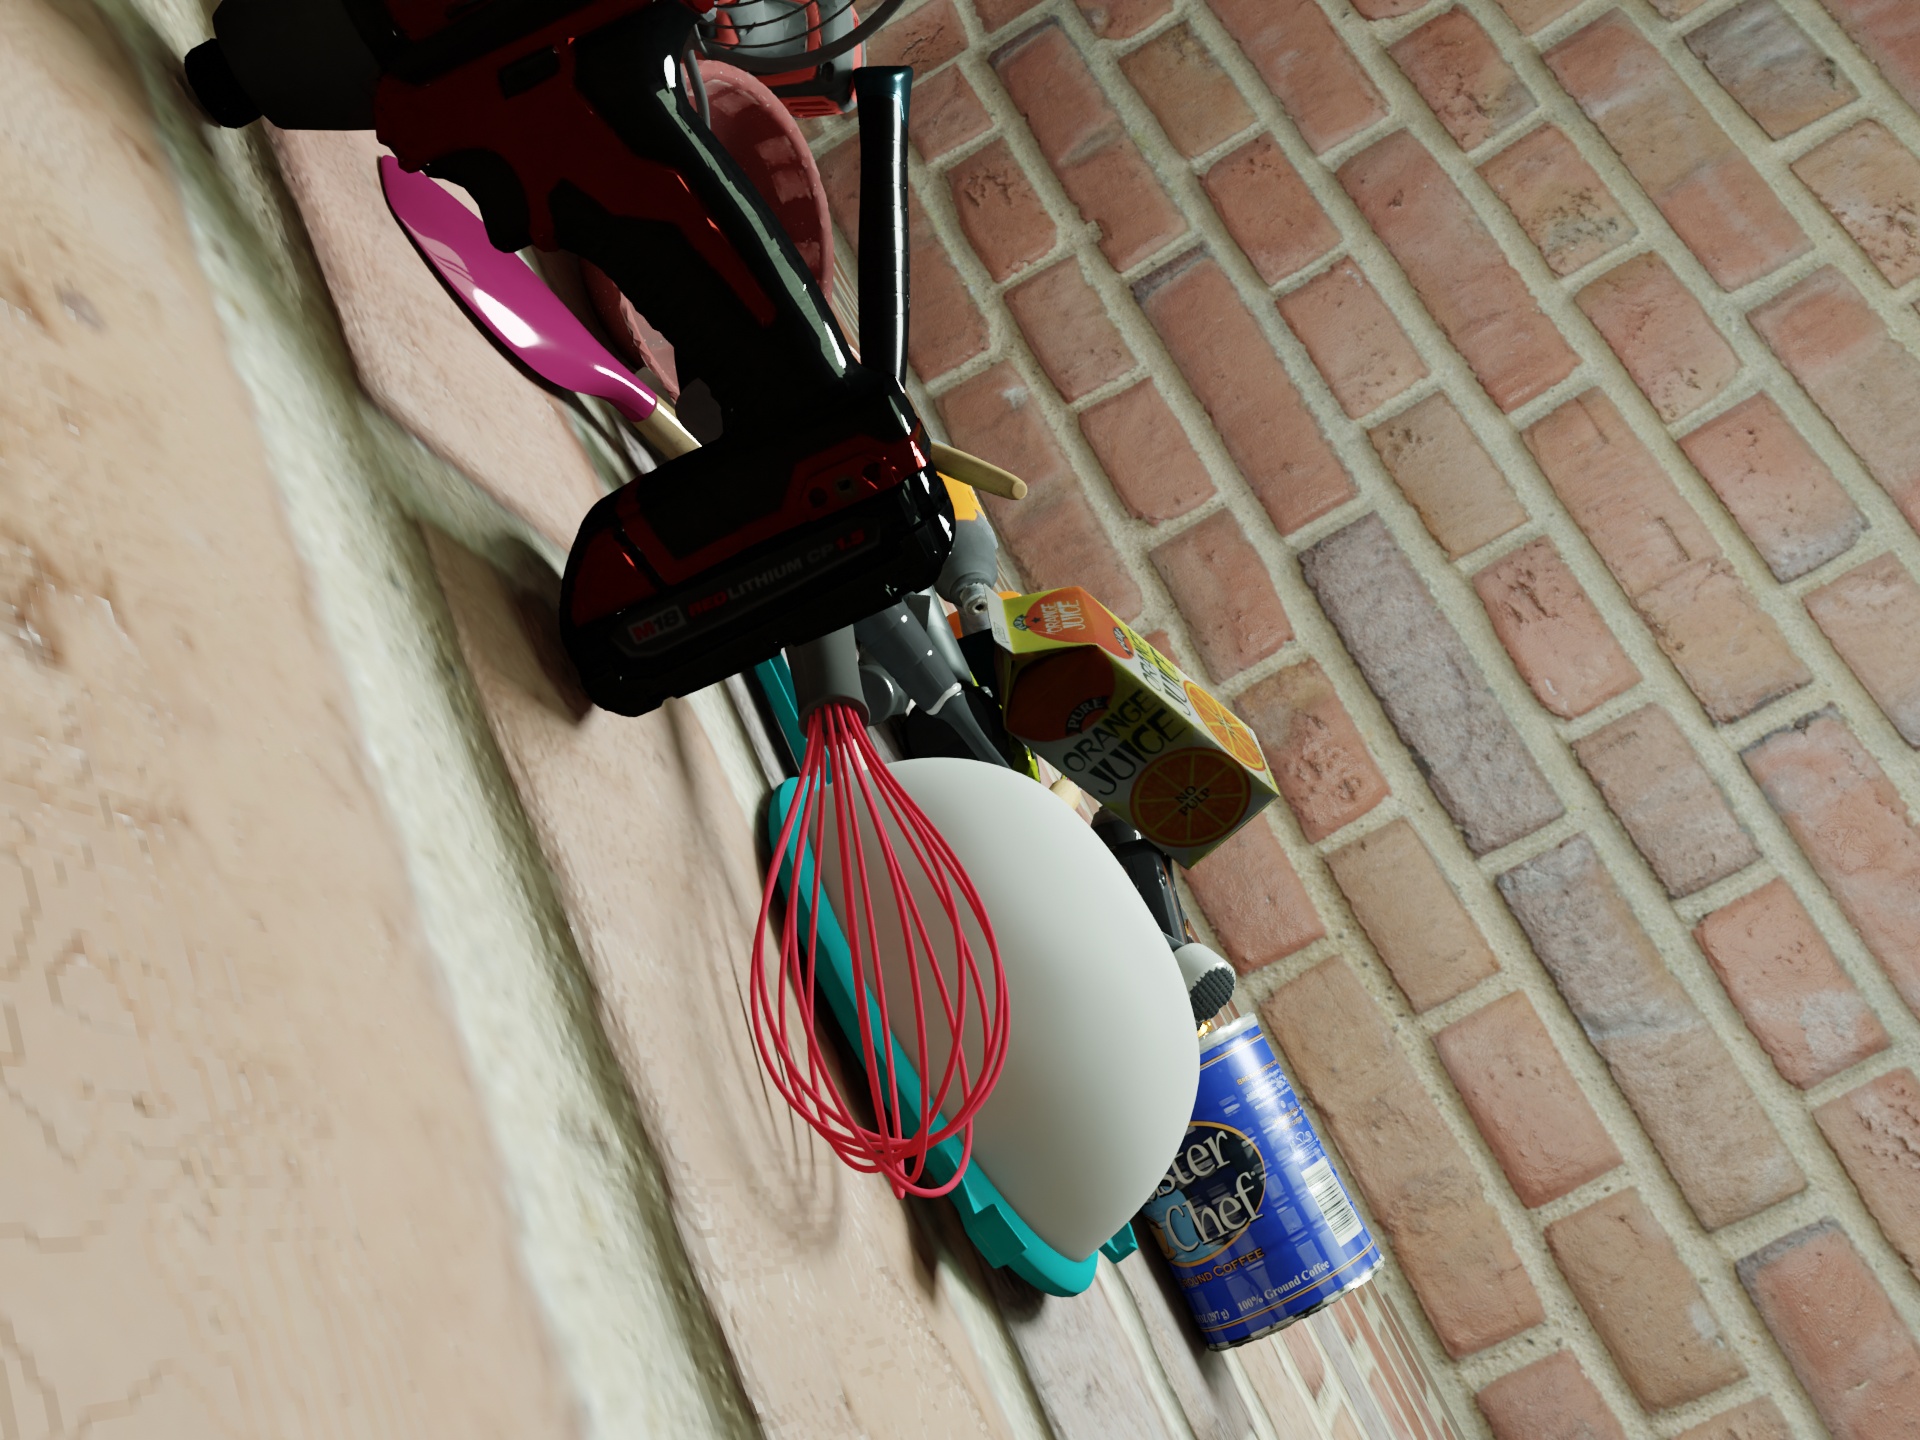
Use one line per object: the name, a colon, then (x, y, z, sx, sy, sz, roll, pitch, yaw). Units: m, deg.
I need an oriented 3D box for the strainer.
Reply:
strainer: (-0.002, 0.039, 0.606, 0.341, 0.095, 0.210, 62, 7, 24)

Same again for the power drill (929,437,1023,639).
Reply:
power drill: (0.013, -0.088, 1.225, 0.226, 0.084, 0.164, 65, 3, -49)

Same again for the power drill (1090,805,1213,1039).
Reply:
power drill: (0.109, 0.129, 1.012, 0.226, 0.084, 0.185, 42, 35, -72)

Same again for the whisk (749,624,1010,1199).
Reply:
whisk: (-0.037, 0.013, 0.500, 0.073, 0.073, 0.296, 54, 15, -45)

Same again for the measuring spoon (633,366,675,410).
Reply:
measuring spoon: (-0.116, -0.097, 0.703, 0.034, 0.018, 0.124, 33, -29, 60)

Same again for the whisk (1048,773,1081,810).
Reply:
whisk: (0.081, 0.039, 1.064, 0.245, 0.051, 0.047, -53, 133, -51)

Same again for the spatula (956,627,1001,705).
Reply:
spatula: (0.063, 0.089, 1.108, 0.044, 0.082, 0.317, -69, 136, -66)

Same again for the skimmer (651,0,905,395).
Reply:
skimmer: (-0.070, -0.204, 0.571, 0.127, 0.090, 0.363, 45, -20, 11)

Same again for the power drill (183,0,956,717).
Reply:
power drill: (-0.099, -0.121, 0.431, 0.079, 0.143, 0.219, -102, 169, -71)

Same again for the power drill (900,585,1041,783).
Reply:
power drill: (-0.020, -0.051, 0.978, 0.223, 0.080, 0.171, 66, 8, 15)

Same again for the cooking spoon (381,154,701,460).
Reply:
cooking spoon: (-0.113, -0.113, 0.647, 0.318, 0.017, 0.069, 42, 20, -50)

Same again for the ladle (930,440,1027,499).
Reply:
ladle: (-0.019, -0.174, 1.043, 0.069, 0.031, 0.316, 52, -5, -25)

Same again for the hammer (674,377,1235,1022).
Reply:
hammer: (-0.001, -0.002, 0.736, 0.149, 0.036, 0.408, 36, -12, 49)

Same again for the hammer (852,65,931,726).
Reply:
hammer: (-0.039, -0.168, 0.820, 0.128, 0.033, 0.331, -49, 140, -81)

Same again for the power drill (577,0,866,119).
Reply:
power drill: (-0.158, -0.339, 0.754, 0.226, 0.188, 0.080, -25, 117, -79)
